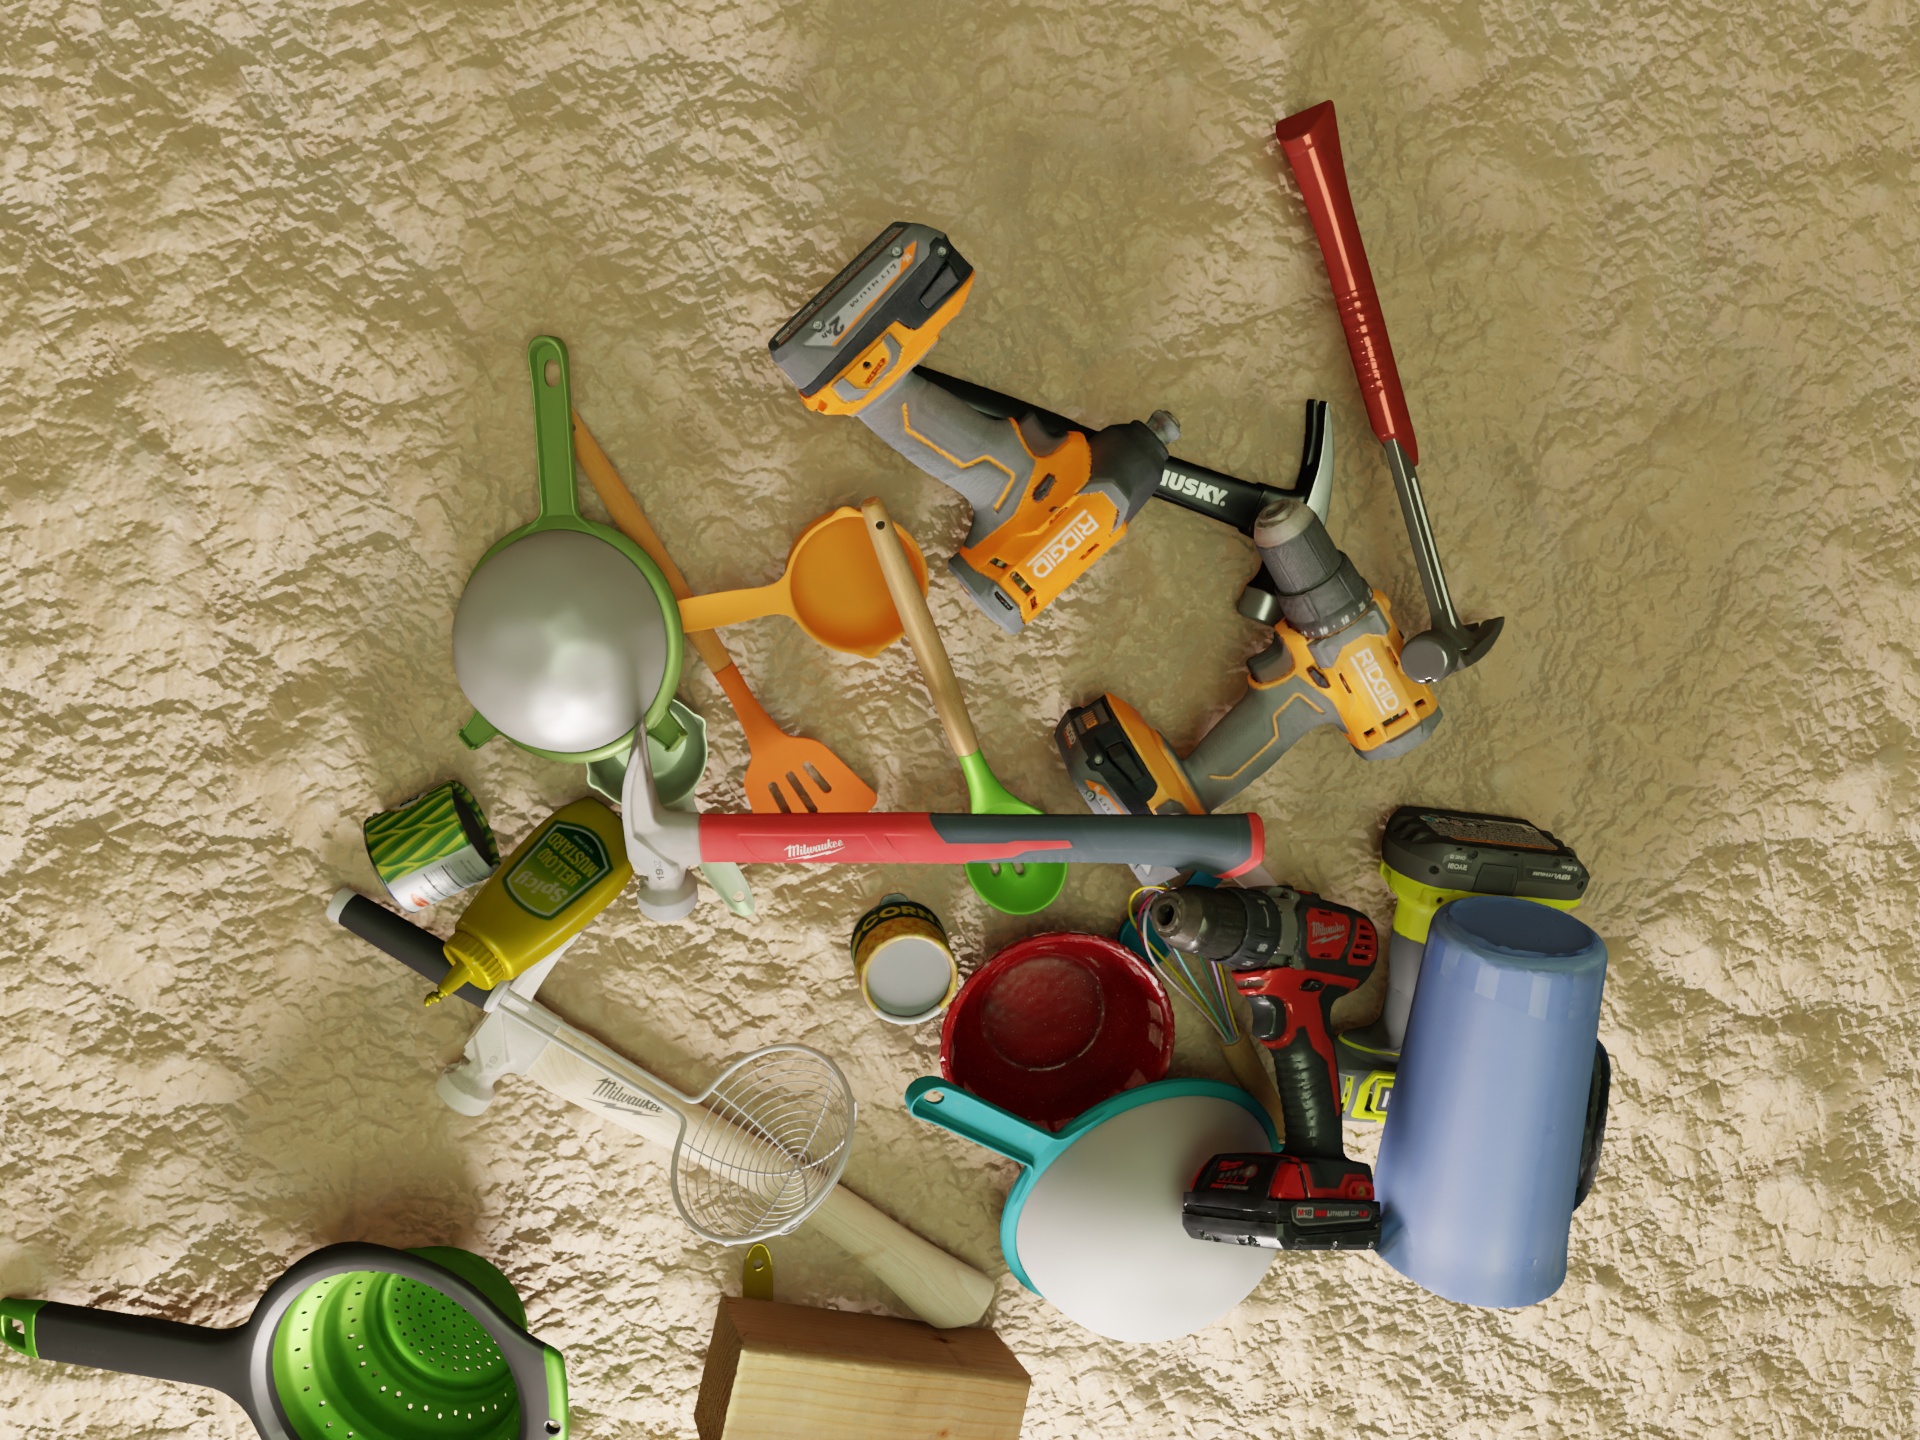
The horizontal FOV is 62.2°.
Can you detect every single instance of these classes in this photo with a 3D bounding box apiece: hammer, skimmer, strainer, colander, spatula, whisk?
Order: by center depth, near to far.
[{"bbox_3d":[-0.246,-0.097,0.933,0.151,0.069,0.256,1,99,14],"label":"strainer"},{"bbox_3d":[-0.008,0.060,0.963,0.386,0.038,0.143,0,129,-2],"label":"hammer"},{"bbox_3d":[-0.233,0.191,0.969,0.363,0.090,0.127,29,67,4],"label":"skimmer"},{"bbox_3d":[0.269,-0.207,1.003,0.037,0.149,0.359,-13,97,33],"label":"hammer"},{"bbox_3d":[-0.163,-0.055,1.003,0.081,0.041,0.322,-31,102,-1],"label":"spatula"},{"bbox_3d":[0.080,-0.176,1.004,0.334,0.035,0.146,17,101,-12],"label":"hammer"},{"bbox_3d":[0.097,0.323,1.045,0.340,0.095,0.211,35,103,-35],"label":"strainer"},{"bbox_3d":[-0.432,0.406,1.051,0.397,0.094,0.204,6,104,8],"label":"colander"},{"bbox_3d":[-0.140,0.294,1.086,0.410,0.038,0.146,35,95,-16],"label":"hammer"},{"bbox_3d":[0.177,0.202,1.101,0.047,0.051,0.244,-24,117,10],"label":"whisk"}]

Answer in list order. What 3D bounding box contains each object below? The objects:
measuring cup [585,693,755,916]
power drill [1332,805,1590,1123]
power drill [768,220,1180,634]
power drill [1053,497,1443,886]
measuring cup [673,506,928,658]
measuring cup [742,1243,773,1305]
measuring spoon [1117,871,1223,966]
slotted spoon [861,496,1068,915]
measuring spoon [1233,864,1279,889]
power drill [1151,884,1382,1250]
[{"bbox_3d":[-0.177,0.053,1.020,0.083,0.038,0.167,-29,108,-1],"label":"measuring cup"},{"bbox_3d":[0.350,0.181,1.116,0.171,0.080,0.223,7,107,-10],"label":"power drill"},{"bbox_3d":[0.016,-0.182,0.936,0.164,0.084,0.226,-42,111,4],"label":"power drill"},{"bbox_3d":[0.172,-0.018,1.013,0.226,0.084,0.185,-31,114,7],"label":"power drill"},{"bbox_3d":[-0.108,-0.081,0.990,0.173,0.052,0.095,-11,105,-4],"label":"measuring cup"},{"bbox_3d":[-0.147,0.446,1.133,0.062,0.029,0.156,2,92,-14],"label":"measuring cup"},{"bbox_3d":[0.155,0.117,1.101,0.128,0.021,0.042,-45,114,-6],"label":"measuring spoon"},{"bbox_3d":[-0.002,-0.003,1.004,0.070,0.031,0.313,-24,120,-3],"label":"slotted spoon"},{"bbox_3d":[0.204,0.111,1.101,0.124,0.018,0.034,43,85,-17],"label":"measuring spoon"},{"bbox_3d":[0.192,0.215,1.011,0.187,0.080,0.227,15,72,-38],"label":"power drill"}]
